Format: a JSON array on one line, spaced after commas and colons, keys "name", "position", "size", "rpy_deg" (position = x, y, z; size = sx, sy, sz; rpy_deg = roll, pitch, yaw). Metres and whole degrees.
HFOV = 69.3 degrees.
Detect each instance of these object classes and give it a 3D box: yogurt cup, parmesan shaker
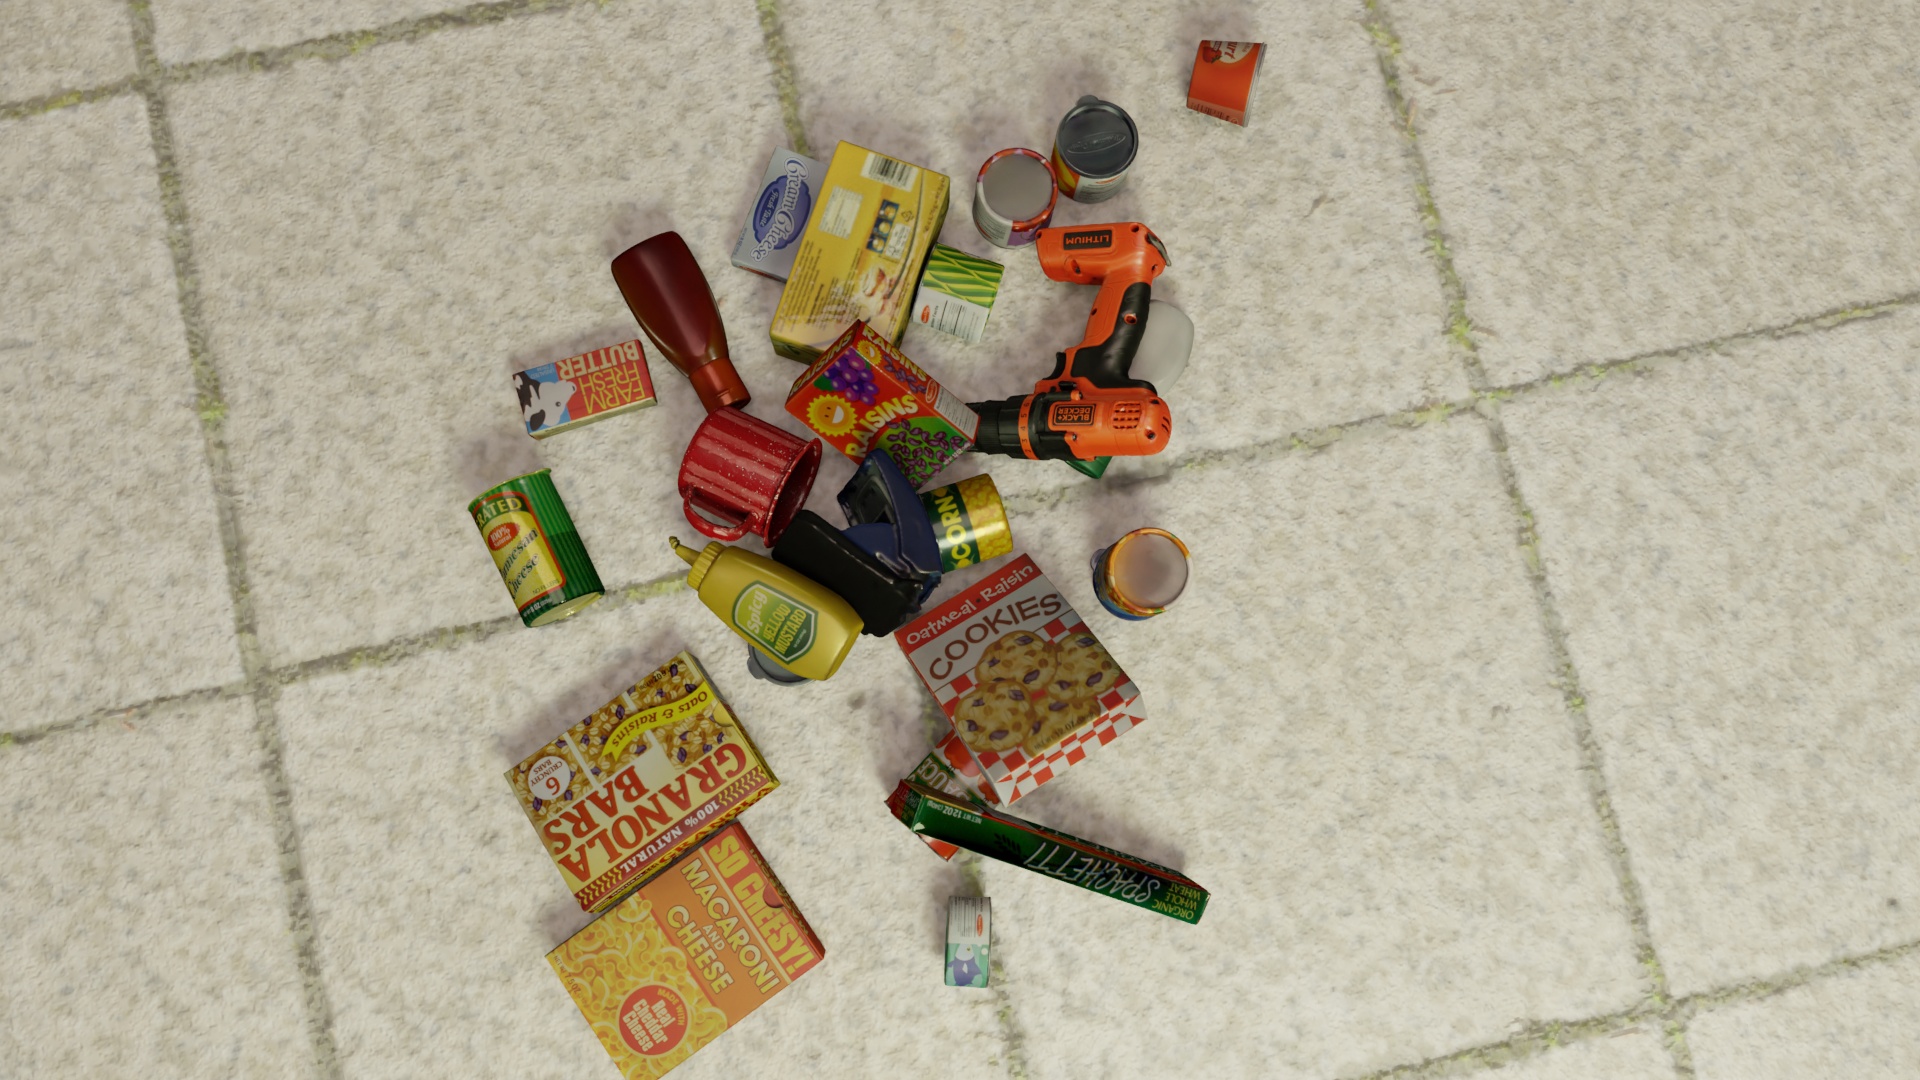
[{"name": "yogurt cup", "position": [0.217, -0.377, 1.138], "size": [0.054, 0.072, 0.072], "rpy_deg": [13, 82, 7]}, {"name": "parmesan shaker", "position": [-0.321, 0.006, 1.061], "size": [0.071, 0.071, 0.103], "rpy_deg": [-27, 84, -5]}]

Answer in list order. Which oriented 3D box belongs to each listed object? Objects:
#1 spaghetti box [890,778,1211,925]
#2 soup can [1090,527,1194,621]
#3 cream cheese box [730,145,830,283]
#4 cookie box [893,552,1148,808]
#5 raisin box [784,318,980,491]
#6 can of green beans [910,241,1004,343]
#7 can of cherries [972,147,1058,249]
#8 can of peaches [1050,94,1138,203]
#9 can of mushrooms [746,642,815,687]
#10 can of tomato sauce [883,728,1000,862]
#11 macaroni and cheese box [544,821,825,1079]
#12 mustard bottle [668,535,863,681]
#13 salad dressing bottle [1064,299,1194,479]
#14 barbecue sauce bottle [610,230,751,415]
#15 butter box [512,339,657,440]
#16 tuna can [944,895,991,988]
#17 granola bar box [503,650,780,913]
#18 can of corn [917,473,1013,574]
[{"name": "spaghetti box", "position": [0.069, 0.229, 1.016], "size": [0.250, 0.050, 0.028], "rpy_deg": [23, 87, -20]}, {"name": "soup can", "position": [0.137, 0.026, 1.070], "size": [0.071, 0.083, 0.071], "rpy_deg": [0, 83, -2]}, {"name": "cream cheese box", "position": [-0.143, -0.263, 1.127], "size": [0.053, 0.024, 0.104], "rpy_deg": [20, 82, -1]}, {"name": "cookie box", "position": [0.042, 0.099, 1.032], "size": [0.123, 0.040, 0.168], "rpy_deg": [-30, 47, -8]}, {"name": "raisin box", "position": [-0.059, -0.098, 1.058], "size": [0.123, 0.085, 0.040], "rpy_deg": [37, 38, -21]}, {"name": "can of green beans", "position": [-0.002, -0.196, 1.103], "size": [0.058, 0.071, 0.071], "rpy_deg": [19, 82, 0]}, {"name": "can of cherries", "position": [0.046, -0.277, 1.119], "size": [0.071, 0.058, 0.071], "rpy_deg": [0, 83, -2]}, {"name": "can of peaches", "position": [0.107, -0.316, 1.127], "size": [0.071, 0.058, 0.071], "rpy_deg": [0, 82, -1]}, {"name": "can of mushrooms", "position": [-0.132, 0.082, 1.077], "size": [0.071, 0.033, 0.071], "rpy_deg": [0, 83, -3]}, {"name": "can of tomato sauce", "position": [-0.006, 0.189, 1.049], "size": [0.071, 0.071, 0.083], "rpy_deg": [43, 83, 3]}, {"name": "macaroni and cheese box", "position": [-0.204, 0.310, 1.040], "size": [0.167, 0.040, 0.124], "rpy_deg": [-35, 86, -6]}, {"name": "mustard bottle", "position": [-0.153, 0.042, 1.035], "size": [0.160, 0.049, 0.065], "rpy_deg": [30, 103, 4]}, {"name": "salad dressing bottle", "position": [0.132, -0.120, 1.109], "size": [0.064, 0.044, 0.148], "rpy_deg": [30, 84, 13]}, {"name": "barbecue sauce bottle", "position": [-0.217, -0.168, 1.102], "size": [0.065, 0.043, 0.148], "rpy_deg": [-29, 85, -5]}, {"name": "butter box", "position": [-0.296, -0.120, 1.102], "size": [0.103, 0.024, 0.053], "rpy_deg": [-17, 84, -4]}, {"name": "tuna can", "position": [0.005, 0.301, 1.038], "size": [0.033, 0.071, 0.071], "rpy_deg": [3, 83, -1]}, {"name": "granola bar box", "position": [-0.239, 0.180, 1.045], "size": [0.166, 0.039, 0.124], "rpy_deg": [-35, 74, -6]}, {"name": "can of corn", "position": [0.004, -0.013, 1.076], "size": [0.058, 0.071, 0.071], "rpy_deg": [-18, 84, -5]}]
